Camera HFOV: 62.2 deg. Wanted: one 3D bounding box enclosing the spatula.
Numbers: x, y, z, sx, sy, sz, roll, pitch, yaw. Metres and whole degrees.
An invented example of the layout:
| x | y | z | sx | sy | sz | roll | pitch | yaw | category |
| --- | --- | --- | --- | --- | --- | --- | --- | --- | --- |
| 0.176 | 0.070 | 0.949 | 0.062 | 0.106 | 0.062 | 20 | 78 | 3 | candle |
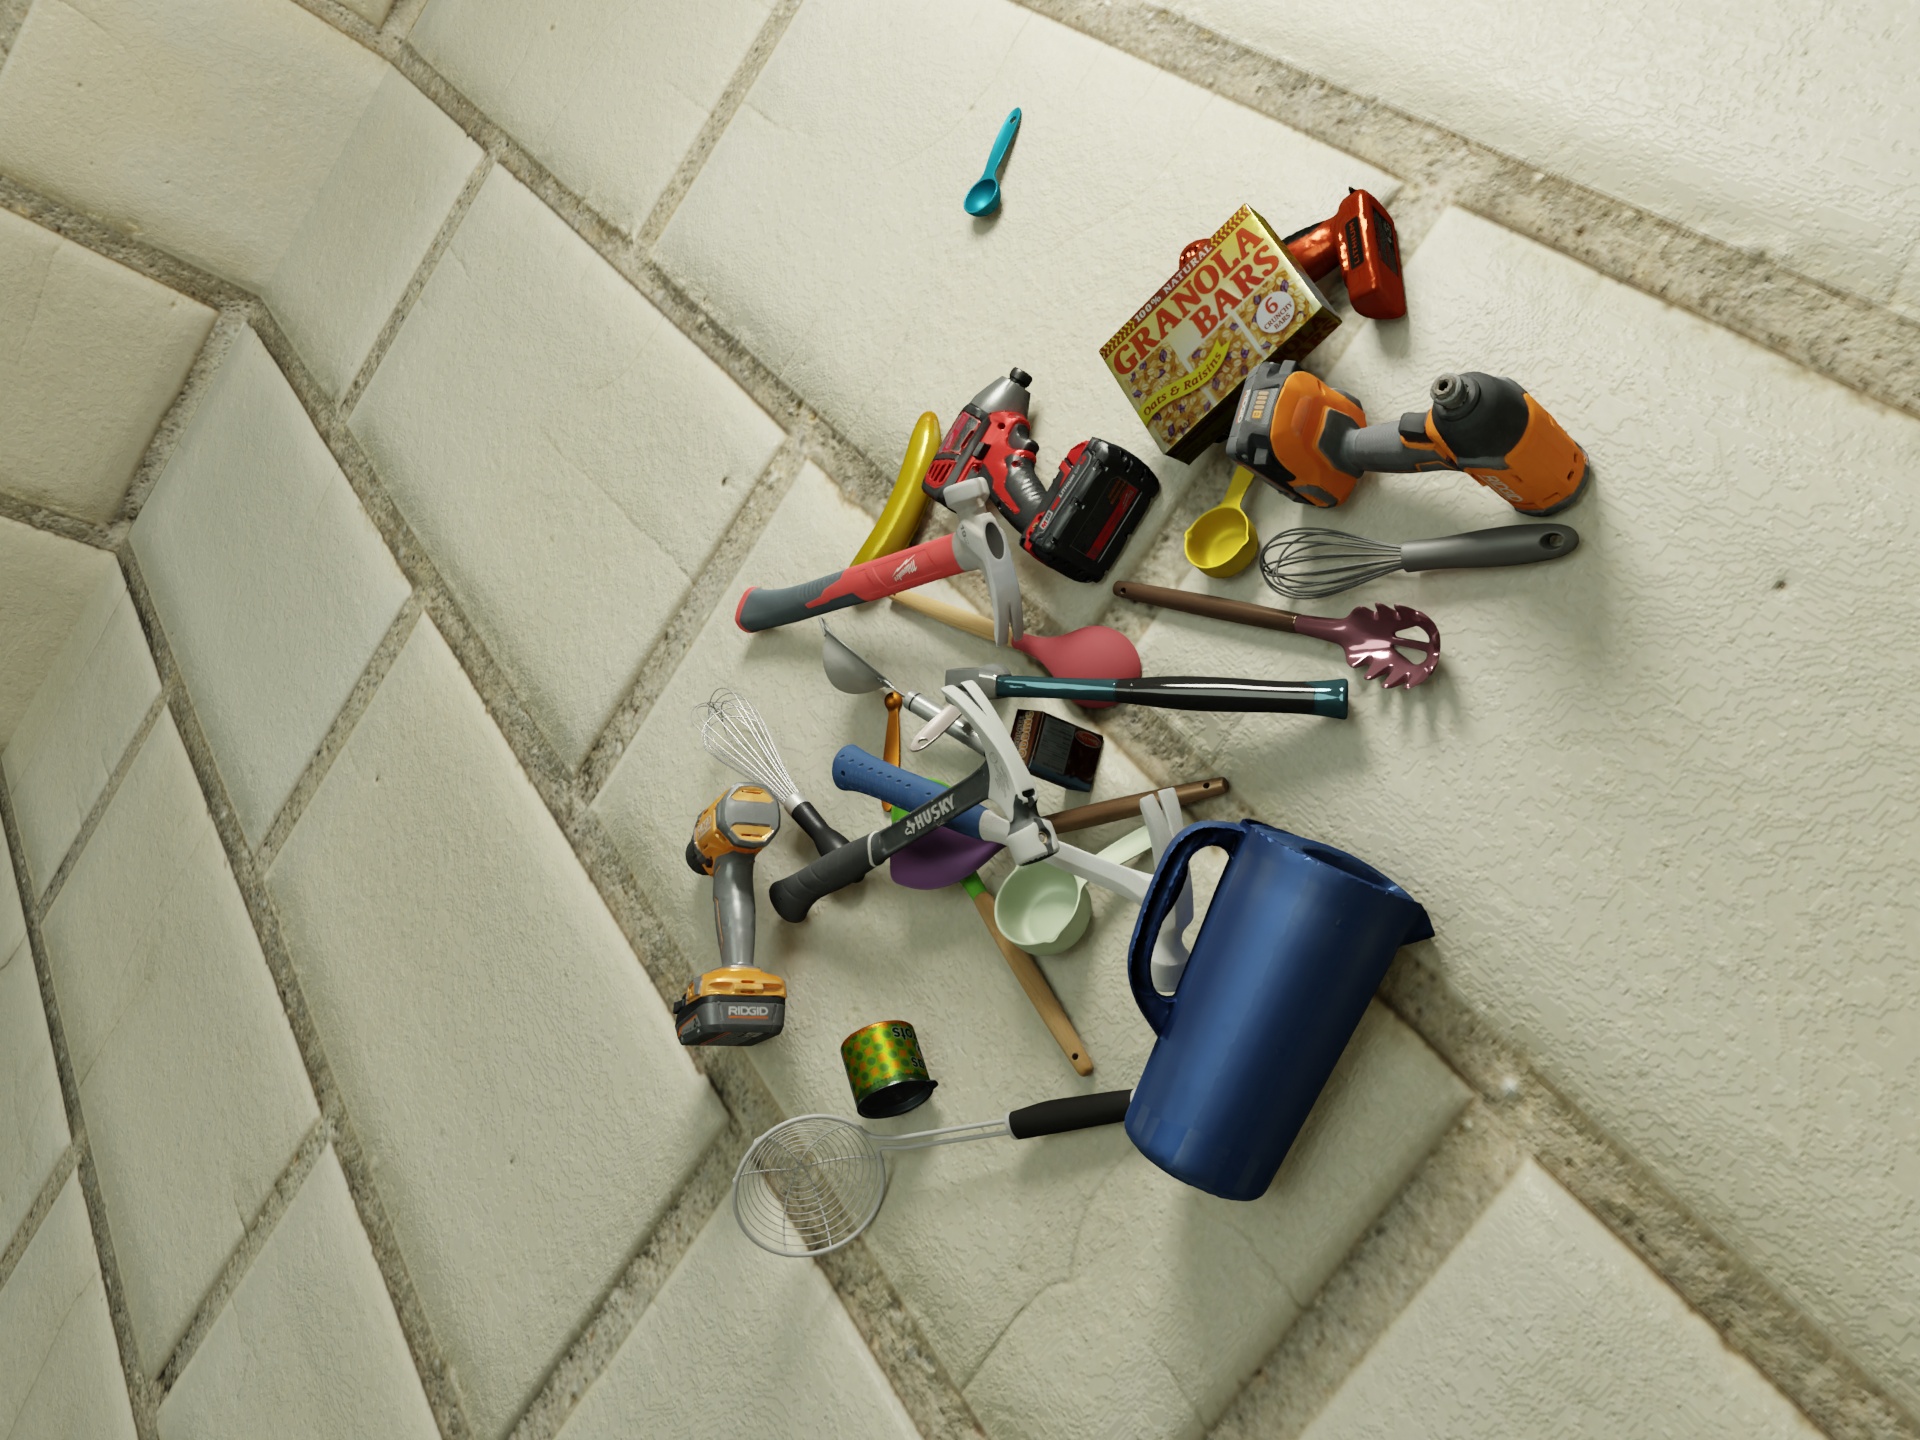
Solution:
| x | y | z | sx | sy | sz | roll | pitch | yaw | category |
| --- | --- | --- | --- | --- | --- | --- | --- | --- | --- |
| 0.072 | 0.088 | 1.298 | 0.316 | 0.018 | 0.060 | -16 | 64 | 29 | spatula |

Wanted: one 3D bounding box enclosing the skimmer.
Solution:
| x | y | z | sx | sy | sz | roll | pitch | yaw | category |
| --- | --- | --- | --- | --- | --- | --- | --- | --- | --- |
| -0.017 | 0.348 | 1.251 | 0.363 | 0.127 | 0.090 | -18 | 21 | 30 | skimmer |

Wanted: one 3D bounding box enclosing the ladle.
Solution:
| x | y | z | sx | sy | sz | roll | pitch | yaw | category |
| --- | --- | --- | --- | --- | --- | --- | --- | --- | --- |
| 0.034 | -0.079 | 1.409 | 0.316 | 0.031 | 0.069 | 23 | 93 | 45 | ladle |

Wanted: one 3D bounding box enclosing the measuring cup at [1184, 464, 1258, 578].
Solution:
| x | y | z | sx | sy | sz | roll | pitch | yaw | category |
| --- | --- | --- | --- | --- | --- | --- | --- | --- | --- |
| 0.232 | -0.183 | 1.281 | 0.062 | 0.029 | 0.156 | 14 | 72 | 44 | measuring cup |

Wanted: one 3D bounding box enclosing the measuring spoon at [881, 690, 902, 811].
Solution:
| x | y | z | sx | sy | sz | roll | pitch | yaw | category |
| --- | --- | --- | --- | --- | --- | --- | --- | --- | --- |
| -0.066 | 0.027 | 1.465 | 0.021 | 0.011 | 0.117 | -13 | 66 | 38 | measuring spoon |

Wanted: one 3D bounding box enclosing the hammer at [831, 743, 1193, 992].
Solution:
| x | y | z | sx | sy | sz | roll | pitch | yaw | category |
| --- | --- | --- | --- | --- | --- | --- | --- | --- | --- |
| 0.029 | 0.080 | 1.266 | 0.406 | 0.035 | 0.144 | 19 | 116 | 47 | hammer |

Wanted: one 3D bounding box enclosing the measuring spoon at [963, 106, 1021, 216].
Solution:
| x | y | z | sx | sy | sz | roll | pitch | yaw | category |
| --- | --- | --- | --- | --- | --- | --- | --- | --- | --- |
| 0.040 | -0.554 | 1.588 | 0.042 | 0.021 | 0.129 | 8 | 71 | 43 | measuring spoon |

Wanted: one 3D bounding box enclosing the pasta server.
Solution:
| x | y | z | sx | sy | sz | roll | pitch | yaw | category |
| --- | --- | --- | --- | --- | --- | --- | --- | --- | --- |
| 0.234 | -0.079 | 1.225 | 0.316 | 0.040 | 0.060 | 17 | 106 | 45 | pasta server |

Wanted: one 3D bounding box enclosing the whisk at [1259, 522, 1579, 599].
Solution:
| x | y | z | sx | sy | sz | roll | pitch | yaw | category |
| --- | --- | --- | --- | --- | --- | --- | --- | --- | --- |
| 0.326 | -0.122 | 1.157 | 0.239 | 0.055 | 0.055 | -2 | 73 | 36 | whisk |

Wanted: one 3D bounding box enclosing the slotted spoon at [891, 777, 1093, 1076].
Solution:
| x | y | z | sx | sy | sz | roll | pitch | yaw | category |
| --- | --- | --- | --- | --- | --- | --- | --- | --- | --- |
| 0.028 | 0.168 | 1.323 | 0.070 | 0.031 | 0.314 | -42 | 53 | 11 | slotted spoon |

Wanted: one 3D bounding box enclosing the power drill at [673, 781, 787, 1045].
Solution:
| x | y | z | sx | sy | sz | roll | pitch | yaw | category |
| --- | --- | --- | --- | --- | --- | --- | --- | --- | --- |
| -0.220 | 0.186 | 1.479 | 0.185 | 0.084 | 0.226 | 143 | 128 | -61 | power drill |

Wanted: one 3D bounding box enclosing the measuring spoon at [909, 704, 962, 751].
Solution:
| x | y | z | sx | sy | sz | roll | pitch | yaw | category |
| --- | --- | --- | --- | --- | --- | --- | --- | --- | --- |
| -0.002 | -0.004 | 1.373 | 0.034 | 0.018 | 0.124 | 16 | 44 | 37 | measuring spoon |

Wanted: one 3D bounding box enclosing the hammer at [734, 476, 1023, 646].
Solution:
| x | y | z | sx | sy | sz | roll | pitch | yaw | category |
| --- | --- | --- | --- | --- | --- | --- | --- | --- | --- |
| -0.090 | -0.112 | 1.487 | 0.386 | 0.038 | 0.143 | -11 | 96 | 49 | hammer |

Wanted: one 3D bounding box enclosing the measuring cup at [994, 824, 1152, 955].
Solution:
| x | y | z | sx | sy | sz | roll | pitch | yaw | category |
| --- | --- | --- | --- | --- | --- | --- | --- | --- | --- |
| 0.107 | 0.129 | 1.269 | 0.167 | 0.038 | 0.083 | -31 | 47 | 9 | measuring cup |

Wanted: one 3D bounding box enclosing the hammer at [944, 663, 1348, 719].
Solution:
| x | y | z | sx | sy | sz | roll | pitch | yaw | category |
| --- | --- | --- | --- | --- | --- | --- | --- | --- | --- |
| 0.138 | -0.023 | 1.232 | 0.331 | 0.128 | 0.033 | 3 | 95 | 27 | hammer |

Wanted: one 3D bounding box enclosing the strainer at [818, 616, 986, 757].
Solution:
| x | y | z | sx | sy | sz | roll | pitch | yaw | category |
| --- | --- | --- | --- | --- | --- | --- | --- | --- | --- |
| -0.050 | -0.020 | 1.427 | 0.259 | 0.086 | 0.050 | 31 | 83 | 30 | strainer |

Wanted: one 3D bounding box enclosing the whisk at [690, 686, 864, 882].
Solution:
| x | y | z | sx | sy | sz | roll | pitch | yaw | category |
| --- | --- | --- | --- | --- | --- | --- | --- | --- | --- |
| -0.173 | 0.062 | 1.518 | 0.285 | 0.070 | 0.070 | 45 | 105 | 36 | whisk |

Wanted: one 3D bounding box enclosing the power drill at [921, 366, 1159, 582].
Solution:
| x | y | z | sx | sy | sz | roll | pitch | yaw | category |
| --- | --- | --- | --- | --- | --- | --- | --- | --- | --- |
| 0.065 | -0.222 | 1.403 | 0.220 | 0.078 | 0.143 | 40 | 101 | 45 | power drill |

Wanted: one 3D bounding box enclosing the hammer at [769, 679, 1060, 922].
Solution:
| x | y | z | sx | sy | sz | roll | pitch | yaw | category |
| --- | --- | --- | --- | --- | --- | --- | --- | --- | --- |
| -0.064 | 0.097 | 1.331 | 0.409 | 0.036 | 0.149 | -33 | 75 | 52 | hammer |

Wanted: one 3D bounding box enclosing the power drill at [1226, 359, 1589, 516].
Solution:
| x | y | z | sx | sy | sz | roll | pitch | yaw | category |
| --- | --- | --- | --- | --- | --- | --- | --- | --- | --- |
| 0.305 | -0.204 | 1.124 | 0.227 | 0.164 | 0.084 | 12 | 83 | 45 | power drill |
